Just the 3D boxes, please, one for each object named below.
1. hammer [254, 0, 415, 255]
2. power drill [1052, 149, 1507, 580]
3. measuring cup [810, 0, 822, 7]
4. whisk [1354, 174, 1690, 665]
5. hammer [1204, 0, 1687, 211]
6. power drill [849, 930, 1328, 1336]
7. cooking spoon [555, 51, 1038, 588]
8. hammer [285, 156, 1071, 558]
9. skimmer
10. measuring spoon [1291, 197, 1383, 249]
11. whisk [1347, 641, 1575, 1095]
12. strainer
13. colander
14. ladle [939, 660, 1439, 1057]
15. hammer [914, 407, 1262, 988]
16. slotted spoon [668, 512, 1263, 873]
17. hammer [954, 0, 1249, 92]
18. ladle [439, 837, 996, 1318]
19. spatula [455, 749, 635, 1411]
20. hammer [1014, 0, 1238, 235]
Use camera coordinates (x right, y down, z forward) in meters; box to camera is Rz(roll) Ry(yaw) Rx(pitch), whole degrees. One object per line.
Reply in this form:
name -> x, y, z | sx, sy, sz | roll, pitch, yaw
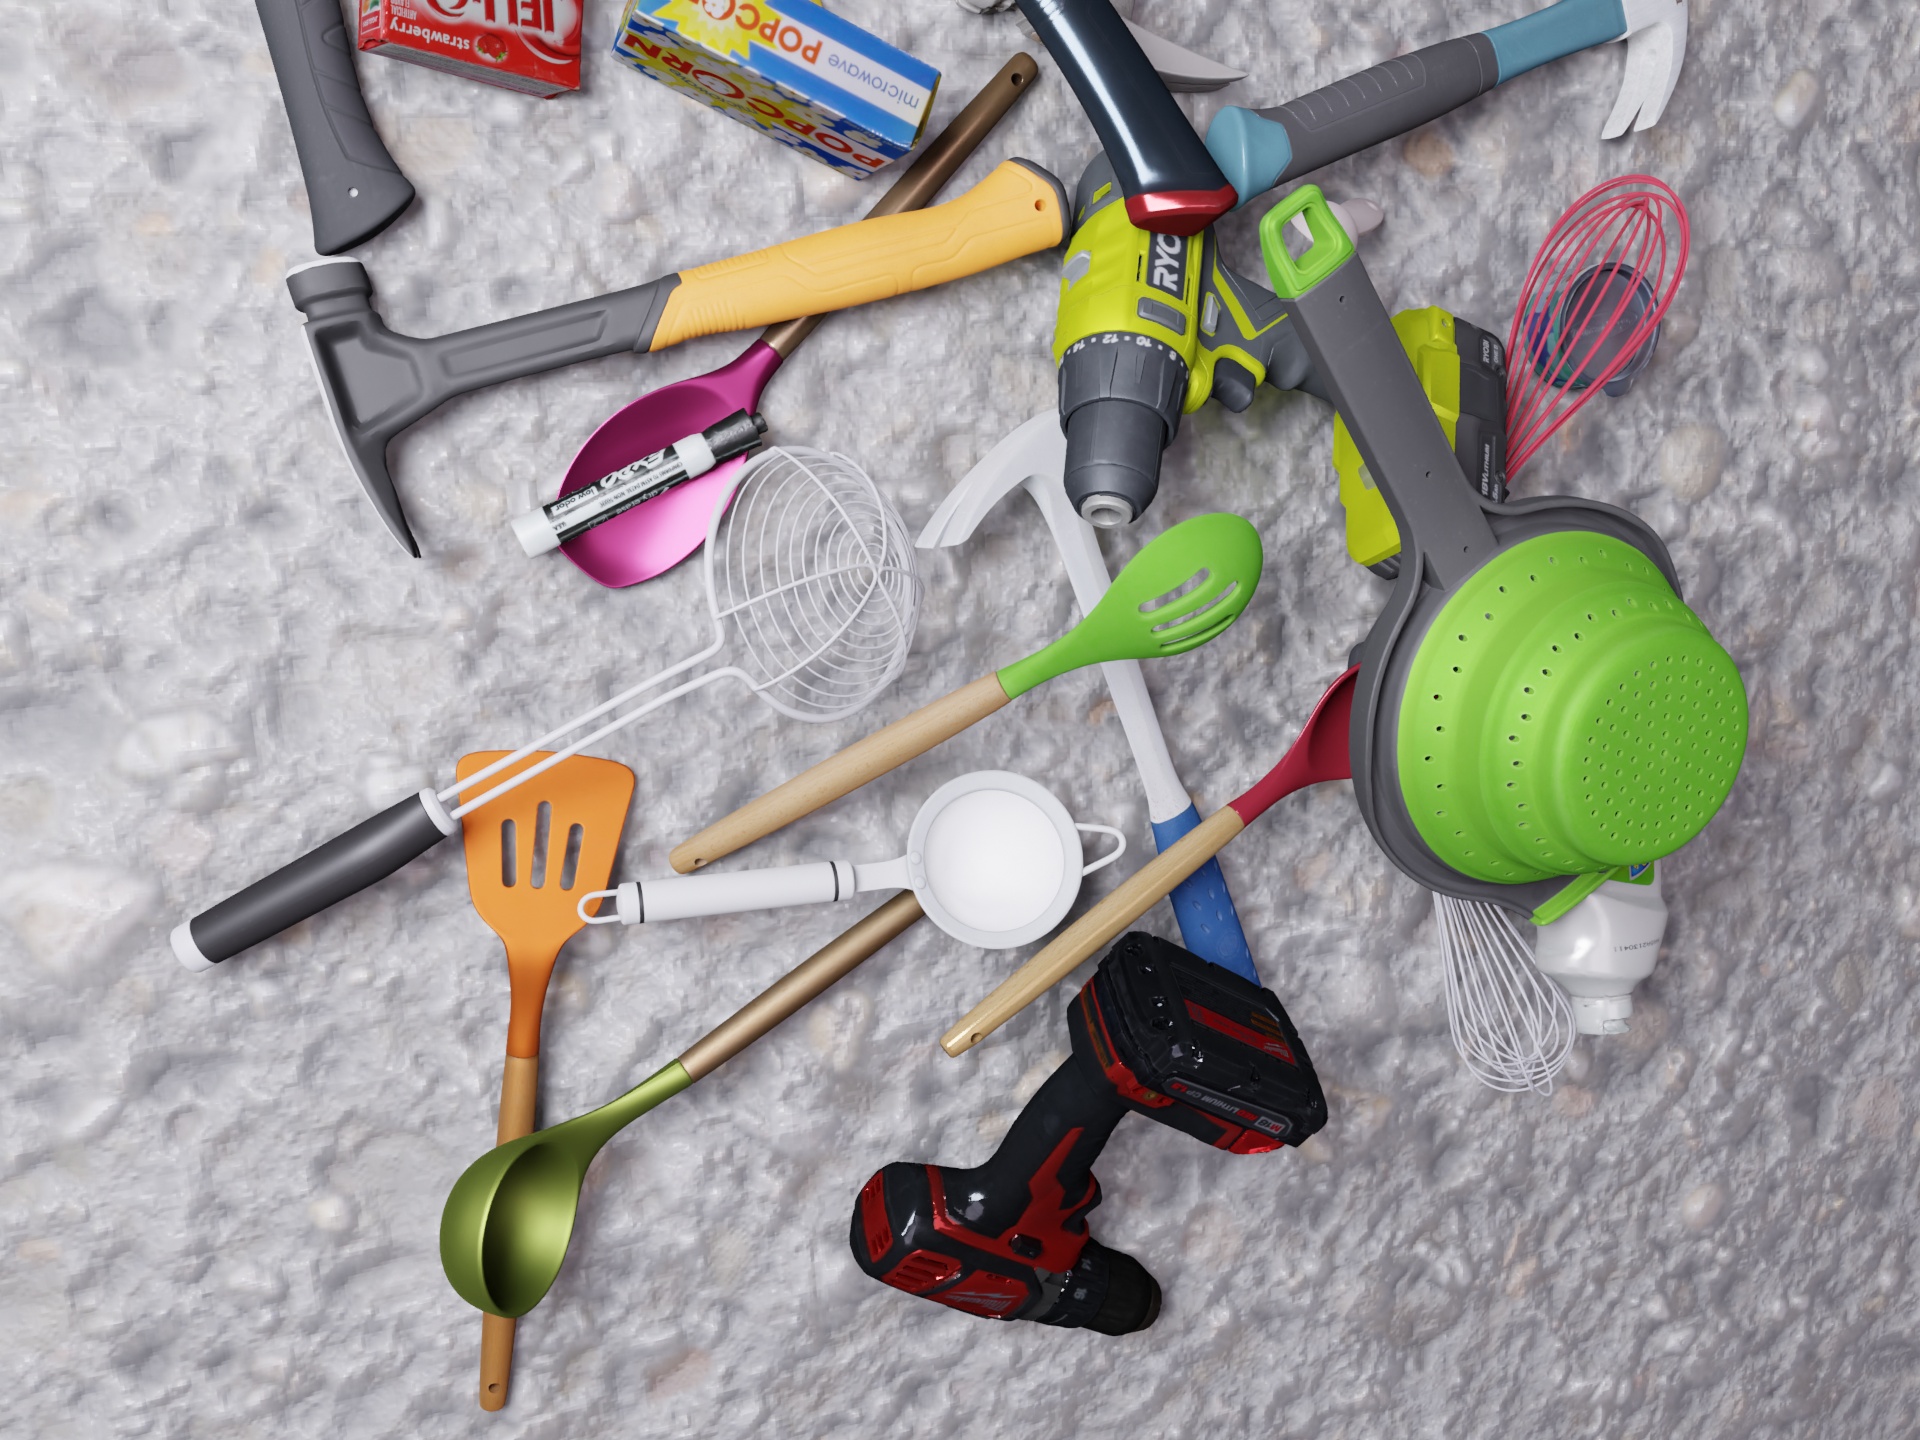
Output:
hammer -> -0.286, -0.355, 0.625 | 0.146, 0.035, 0.334 | -15, 104, -17
power drill -> 0.146, -0.152, 0.755 | 0.228, 0.080, 0.191 | 18, 65, -22
measuring cup -> -0.105, -0.370, 0.685 | 0.062, 0.029, 0.156 | -40, 108, -8
whisk -> 0.279, -0.139, 0.814 | 0.073, 0.073, 0.296 | 24, 99, -21
hammer -> 0.246, -0.321, 0.781 | 0.331, 0.033, 0.128 | -29, 108, -24
power drill -> 0.078, 0.226, 0.797 | 0.187, 0.080, 0.226 | 28, 116, -28
cooking spoon -> -0.070, -0.190, 0.736 | 0.068, 0.017, 0.319 | 42, 85, -19
hammer -> -0.107, -0.177, 0.700 | 0.337, 0.034, 0.127 | -19, 98, -11
skimmer -> -0.179, 0.001, 0.717 | 0.363, 0.090, 0.127 | -29, 113, -4
measuring spoon -> 0.191, -0.248, 0.774 | 0.034, 0.124, 0.018 | 39, 125, 6
whisk -> 0.273, 0.085, 0.884 | 0.070, 0.070, 0.284 | -27, 101, -13
strainer -> -0.049, 0.074, 0.753 | 0.258, 0.050, 0.087 | -5, 76, -17
colander -> 0.249, -0.058, 0.706 | 0.204, 0.095, 0.396 | -39, 115, -8
ladle -> 0.117, 0.064, 0.783 | 0.315, 0.031, 0.069 | -36, 123, -12
hammer -> 0.100, 0.039, 0.812 | 0.144, 0.035, 0.405 | -32, 111, -29
slotted spoon -> -0.001, -0.002, 0.729 | 0.314, 0.031, 0.070 | -28, 135, 12
hammer -> 0.118, -0.508, 0.735 | 0.146, 0.038, 0.410 | 14, 94, -22
ladle -> -0.102, 0.157, 0.750 | 0.320, 0.062, 0.078 | -35, 138, -20
spatula -> -0.208, 0.175, 0.751 | 0.081, 0.041, 0.322 | 5, 102, -17
hammer -> 0.009, -0.382, 0.678 | 0.143, 0.038, 0.386 | -38, 96, -10
